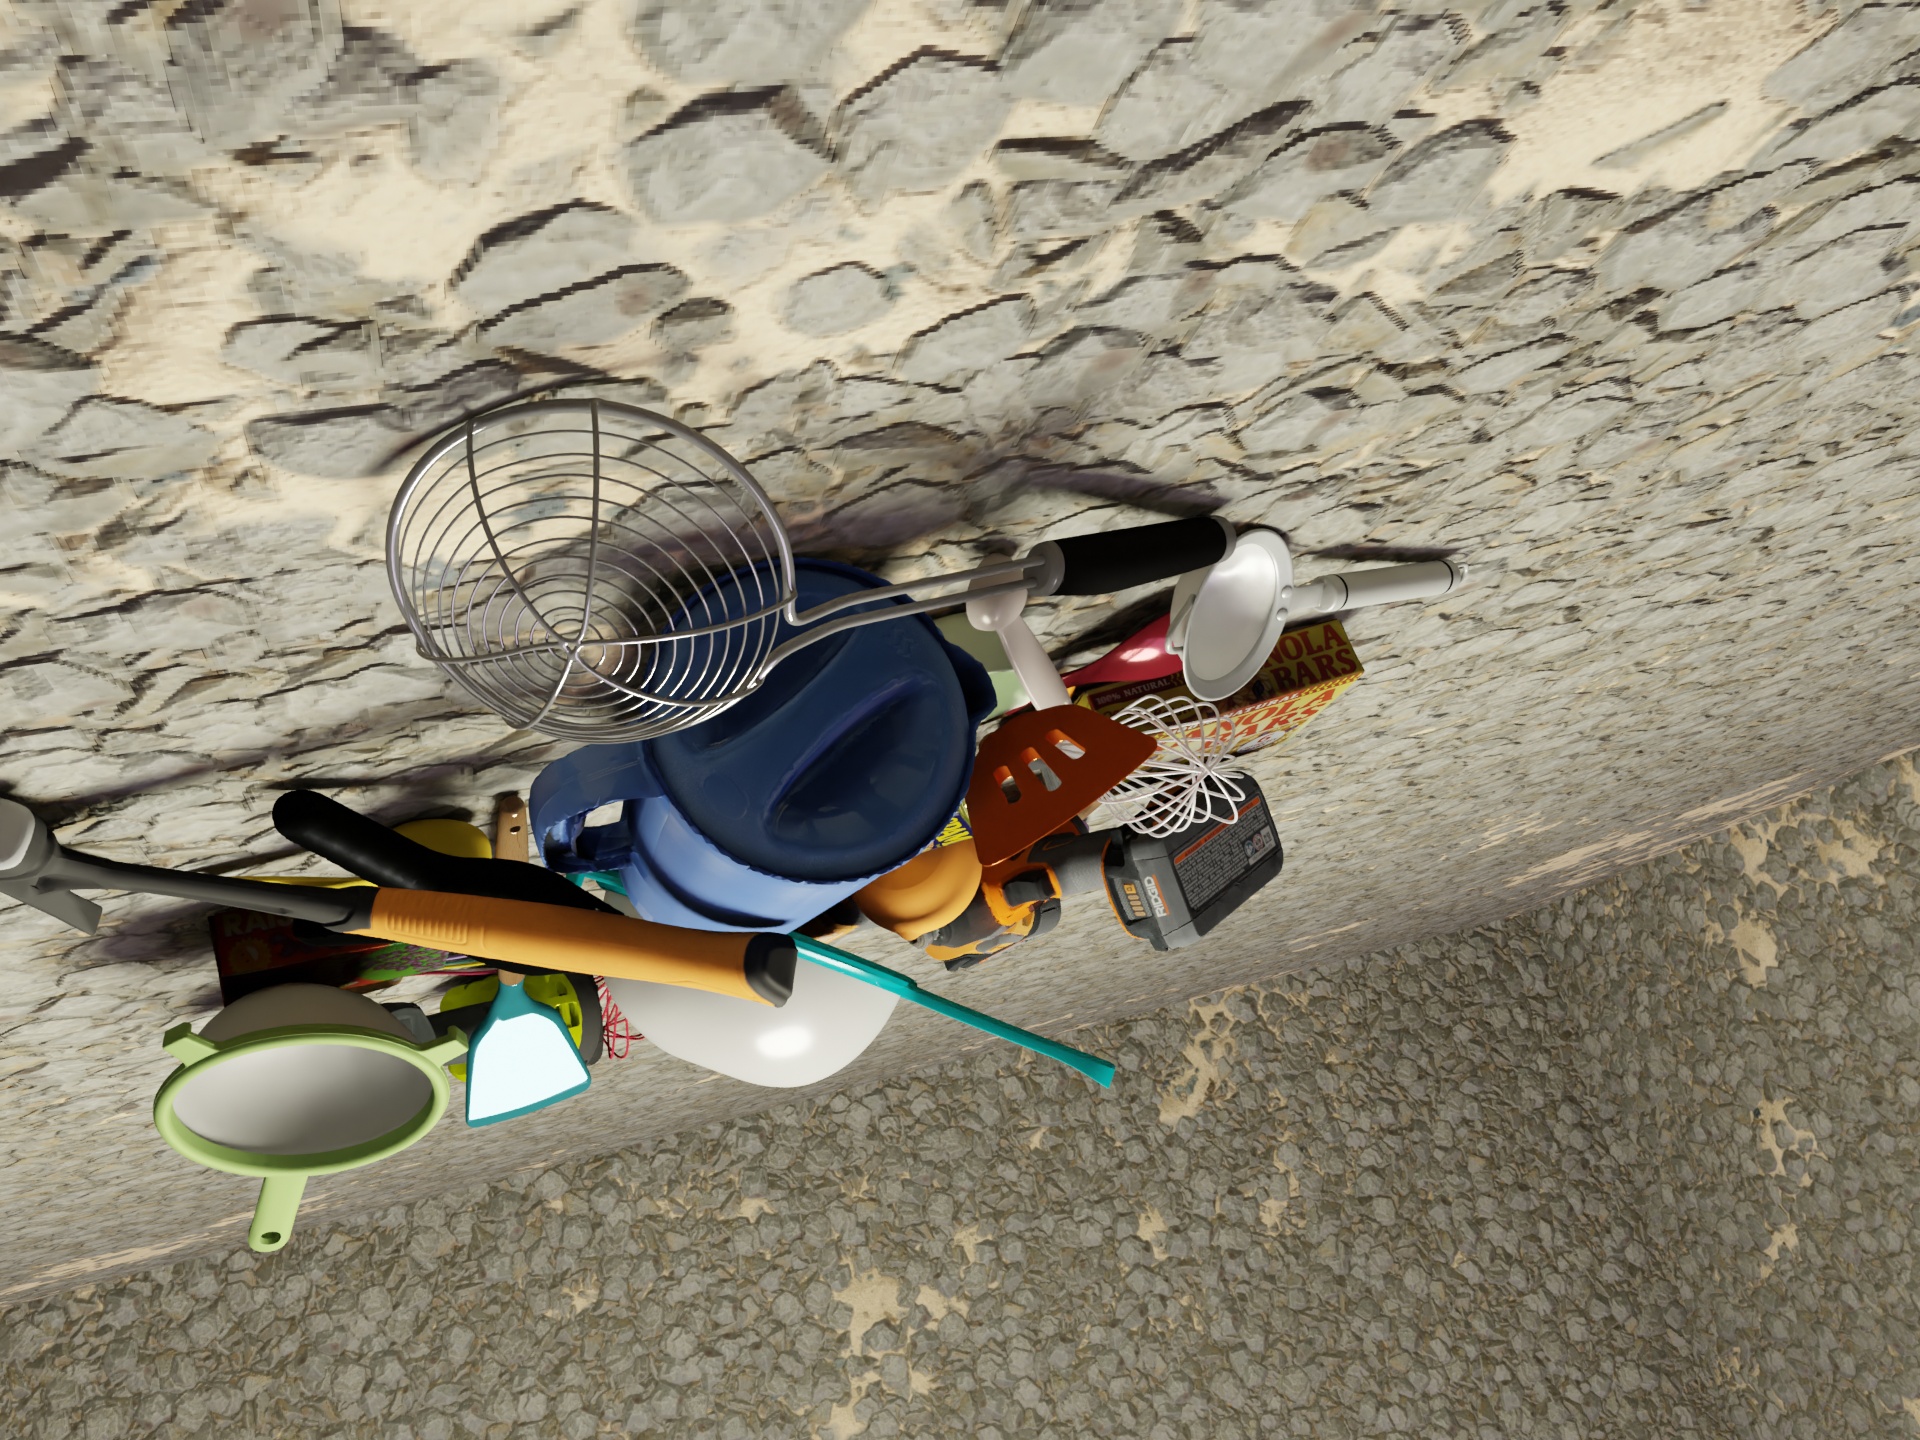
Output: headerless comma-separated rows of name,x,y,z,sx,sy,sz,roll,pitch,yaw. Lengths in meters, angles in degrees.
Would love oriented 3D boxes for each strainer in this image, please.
strainer,0.179,-0.063,0.806,0.258,0.050,0.086,-10,119,-37
strainer,-0.387,0.225,0.925,0.151,0.069,0.256,6,136,-27
strainer,-0.080,0.189,0.967,0.340,0.095,0.211,19,169,13

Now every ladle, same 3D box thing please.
ladle,-0.001,-0.003,0.856,0.315,0.031,0.069,-19,167,15

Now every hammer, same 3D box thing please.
hammer,-0.239,0.087,0.690,0.337,0.034,0.127,9,161,-4

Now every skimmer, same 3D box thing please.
skimmer,-0.027,-0.067,0.600,0.363,0.090,0.127,-15,141,-45

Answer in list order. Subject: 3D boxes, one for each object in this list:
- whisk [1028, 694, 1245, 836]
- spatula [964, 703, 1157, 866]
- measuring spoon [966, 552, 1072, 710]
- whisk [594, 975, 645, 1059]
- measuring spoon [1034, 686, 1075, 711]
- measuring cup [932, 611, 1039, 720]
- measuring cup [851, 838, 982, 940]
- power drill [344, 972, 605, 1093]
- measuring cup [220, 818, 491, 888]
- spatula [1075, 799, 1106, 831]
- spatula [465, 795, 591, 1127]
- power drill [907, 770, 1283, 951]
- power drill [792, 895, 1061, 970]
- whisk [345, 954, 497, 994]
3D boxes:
whisk,0.067,0.016,0.814,0.070,0.070,0.285,-12,-175,-15
spatula,0.027,0.020,0.747,0.081,0.041,0.322,-35,180,-2
measuring spoon,0.035,-0.030,0.718,0.018,0.034,0.124,17,156,34
whisk,-0.260,0.197,1.200,0.073,0.073,0.295,-9,157,-23
measuring spoon,0.054,-0.001,0.933,0.021,0.011,0.117,-14,163,-9
measuring cup,-0.030,-0.008,0.791,0.083,0.038,0.167,-1,159,-42
measuring cup,-0.075,0.084,1.002,0.173,0.095,0.052,1,158,8
power drill,-0.368,0.218,1.077,0.171,0.080,0.223,-14,171,29
measuring cup,-0.318,0.071,0.808,0.156,0.029,0.062,-1,157,-10
spatula,0.092,0.061,1.161,0.059,0.018,0.315,-8,163,-15
spatula,-0.256,0.144,0.925,0.082,0.044,0.317,-15,148,-24
power drill,0.075,0.101,1.034,0.226,0.084,0.164,-12,-167,48
power drill,-0.062,0.144,1.183,0.226,0.084,0.185,4,155,-40
whisk,-0.339,0.150,1.007,0.245,0.047,0.051,-17,152,16
